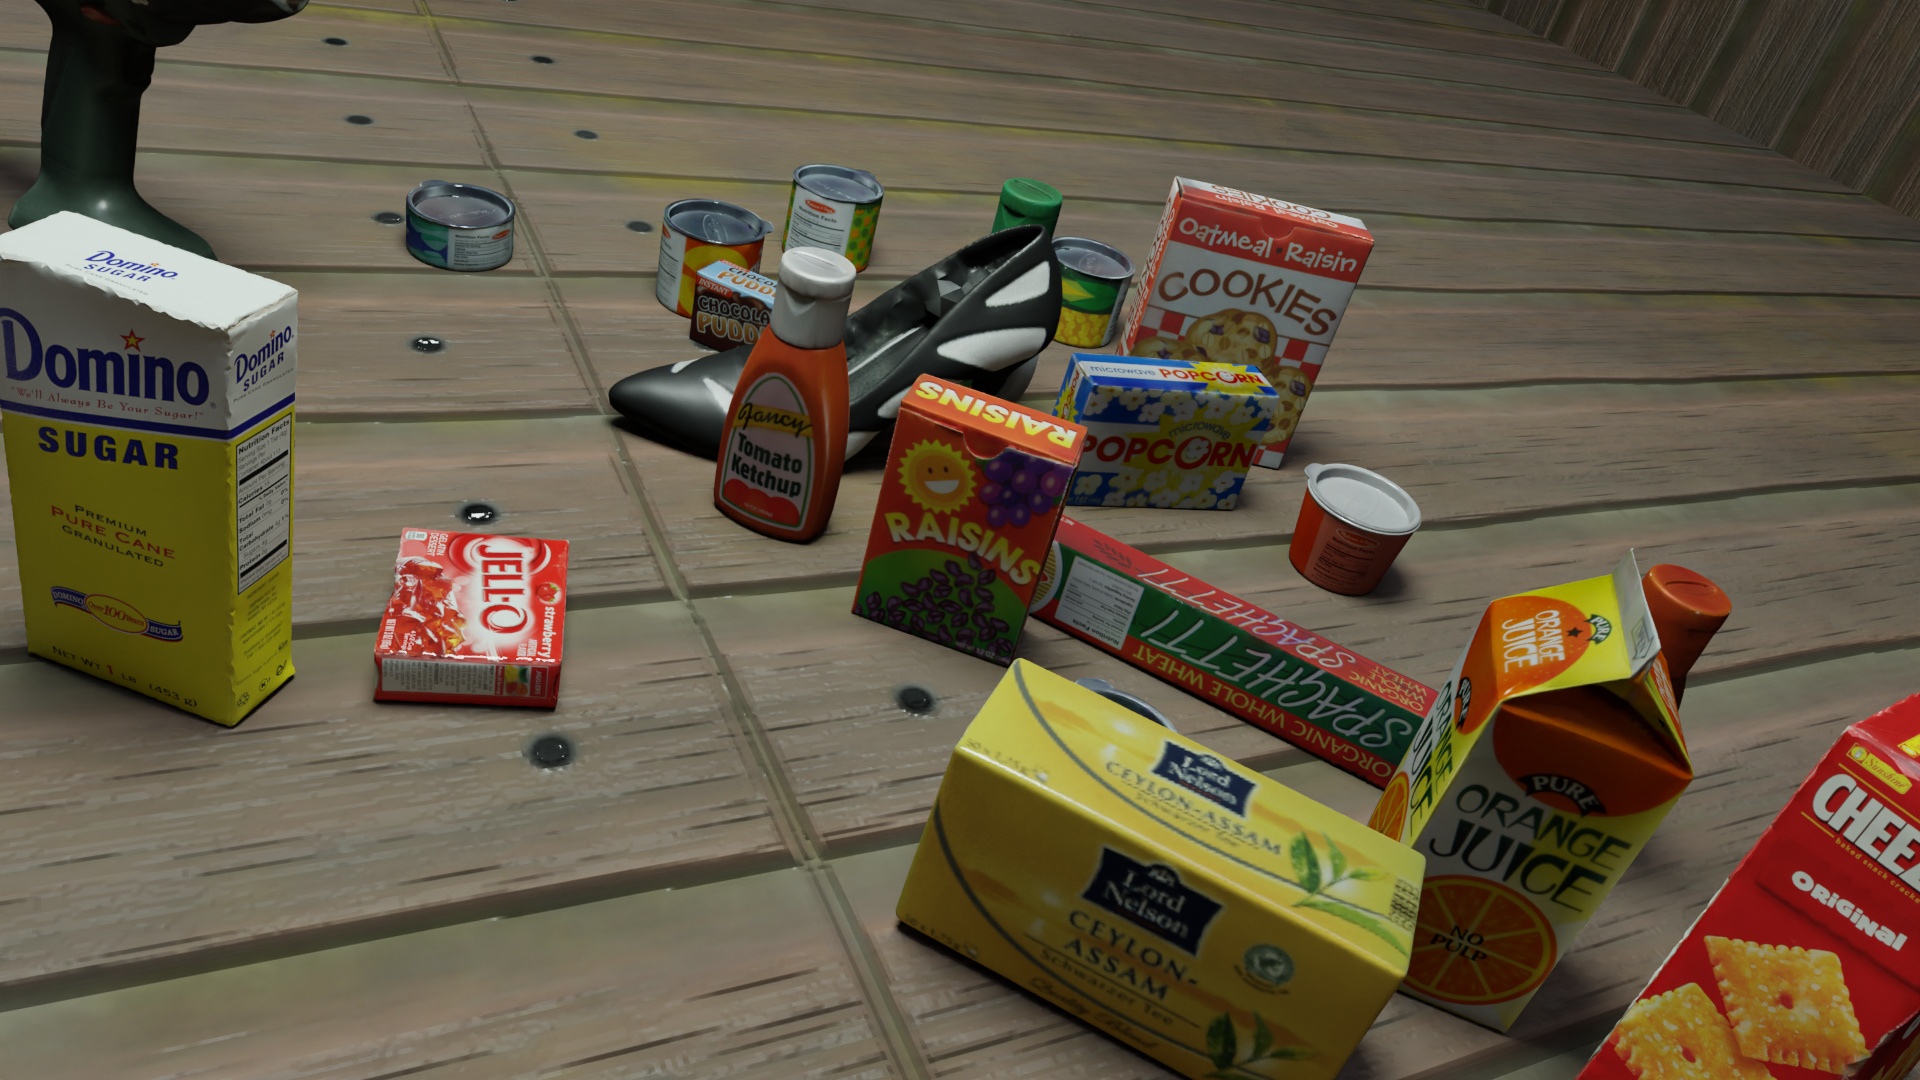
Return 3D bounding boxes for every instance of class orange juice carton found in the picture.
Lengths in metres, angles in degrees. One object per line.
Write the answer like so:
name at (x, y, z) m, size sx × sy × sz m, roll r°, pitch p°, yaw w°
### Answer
orange juice carton at (0.220, 0.095, 0.544) m, size 0.073 × 0.191 × 0.072 m, roll 21°, pitch 34°, yaw 7°

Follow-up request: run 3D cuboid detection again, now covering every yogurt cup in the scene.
yogurt cup at (0.228, -0.005, 0.817) m, size 0.072 × 0.053 × 0.073 m, roll 11°, pitch 34°, yaw -7°

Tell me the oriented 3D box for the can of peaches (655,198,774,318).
can of peaches at (-0.161, -0.183, 0.909) m, size 0.071 × 0.057 × 0.071 m, roll 11°, pitch 34°, yaw -7°

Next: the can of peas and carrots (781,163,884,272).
can of peas and carrots at (-0.092, -0.235, 1.013) m, size 0.071 × 0.058 × 0.071 m, roll 11°, pitch 34°, yaw -7°

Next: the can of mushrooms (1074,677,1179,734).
can of mushrooms at (0.063, 0.097, 0.620) m, size 0.071 × 0.033 × 0.071 m, roll 11°, pitch 34°, yaw -7°

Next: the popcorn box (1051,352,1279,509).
popcorn box at (0.116, -0.064, 0.828) m, size 0.127 × 0.084 × 0.038 m, roll 1°, pitch 36°, yaw -21°

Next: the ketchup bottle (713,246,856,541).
ketchup bottle at (-0.084, -0.074, 0.701) m, size 0.065 × 0.148 × 0.044 m, roll 22°, pitch 34°, yaw 10°

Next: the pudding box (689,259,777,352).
pudding box at (-0.124, -0.137, 0.865) m, size 0.084 × 0.049 × 0.030 m, roll 25°, pitch 34°, yaw 13°

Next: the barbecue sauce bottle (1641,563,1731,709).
barbecue sauce bottle at (0.298, 0.079, 0.640) m, size 0.065 × 0.147 × 0.044 m, roll 3°, pitch 36°, yaw -19°

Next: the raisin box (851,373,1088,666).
raisin box at (0.002, -0.008, 0.665) m, size 0.086 × 0.122 × 0.040 m, roll 20°, pitch 33°, yaw 5°

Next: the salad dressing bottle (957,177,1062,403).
salad dressing bottle at (0.026, -0.148, 0.856) m, size 0.064 × 0.146 × 0.044 m, roll 33°, pitch 37°, yaw 24°

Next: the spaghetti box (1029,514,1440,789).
spaghetti box at (0.115, 0.047, 0.698) m, size 0.250 × 0.050 × 0.029 m, roll 26°, pitch 35°, yaw 14°

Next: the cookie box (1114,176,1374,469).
cookie box at (0.170, -0.134, 0.878) m, size 0.123 × 0.166 × 0.040 m, roll 11°, pitch 34°, yaw -8°

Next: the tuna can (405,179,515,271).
tuna can at (-0.323, -0.203, 0.893) m, size 0.071 × 0.032 × 0.071 m, roll 11°, pitch 34°, yaw -7°

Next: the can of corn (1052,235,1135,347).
can of corn at (0.084, -0.181, 1.009) m, size 0.071 × 0.058 × 0.071 m, roll 11°, pitch 34°, yaw -7°
